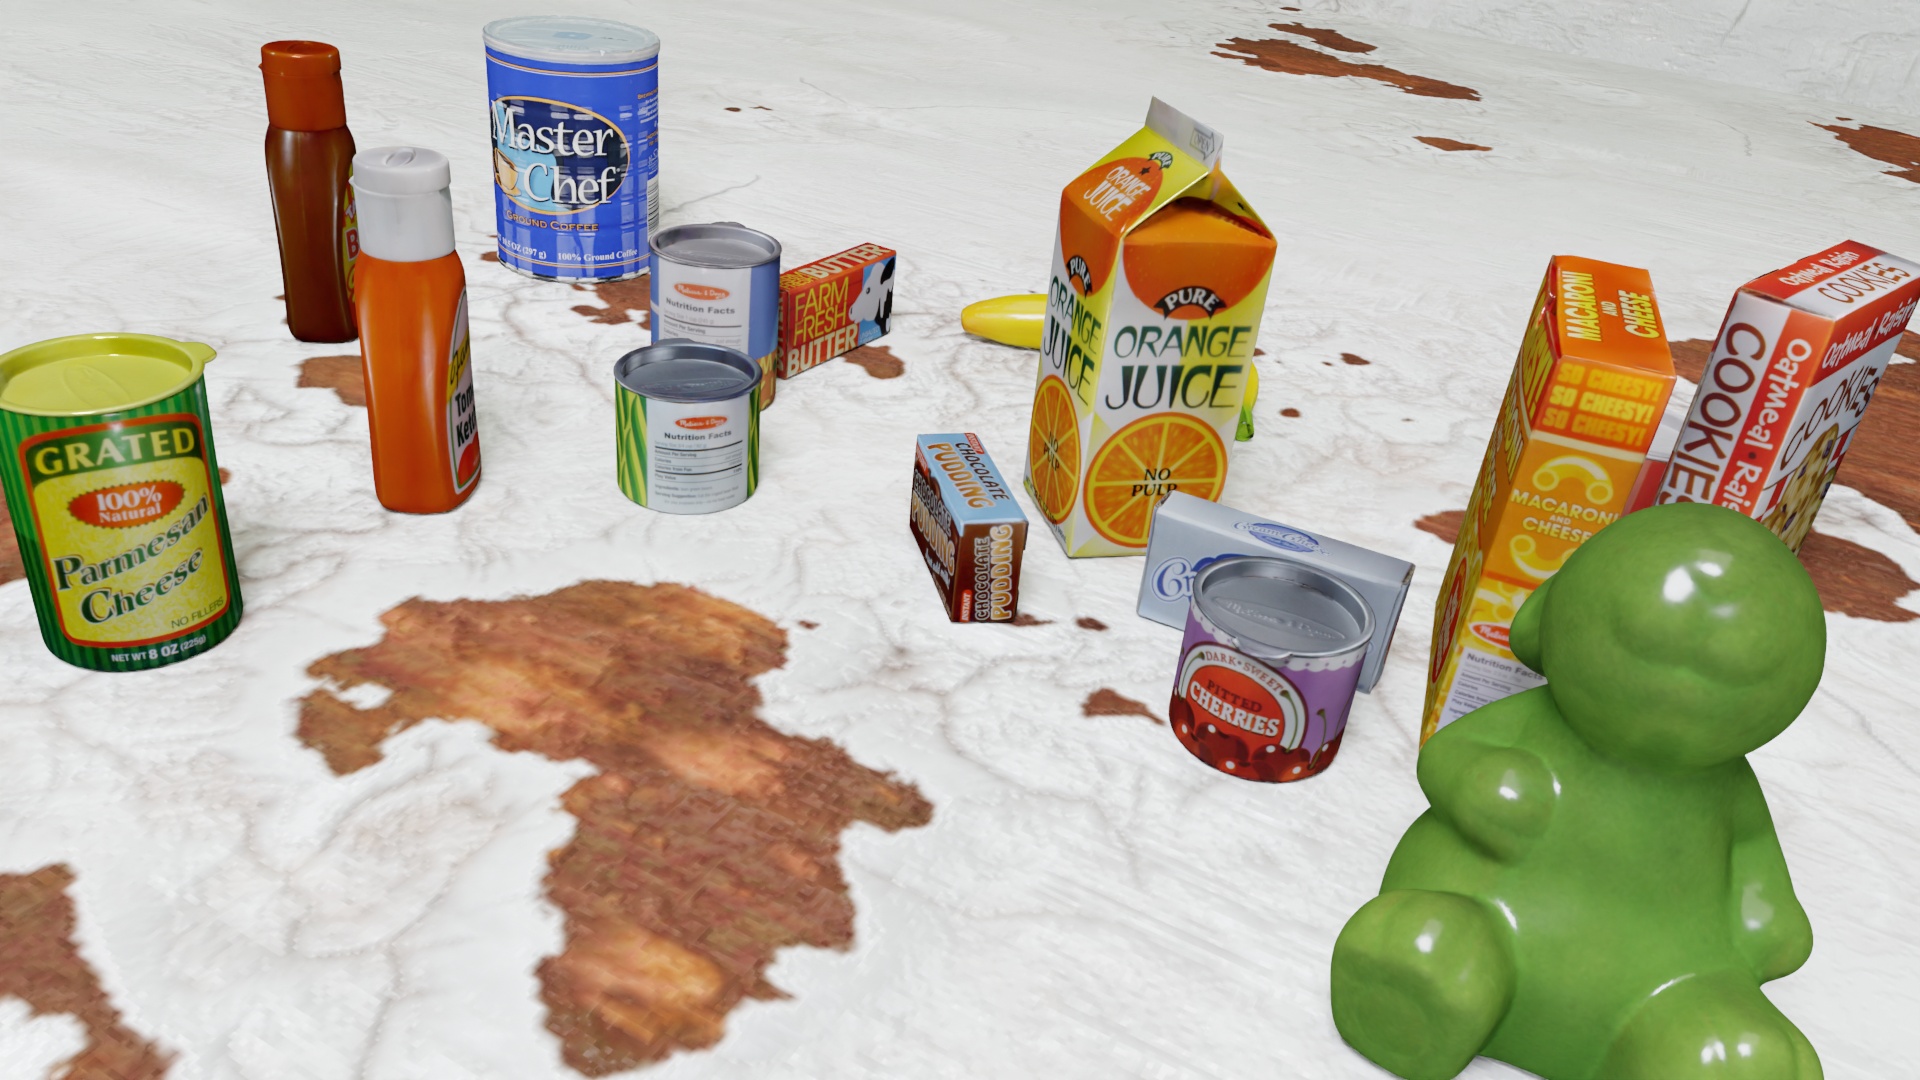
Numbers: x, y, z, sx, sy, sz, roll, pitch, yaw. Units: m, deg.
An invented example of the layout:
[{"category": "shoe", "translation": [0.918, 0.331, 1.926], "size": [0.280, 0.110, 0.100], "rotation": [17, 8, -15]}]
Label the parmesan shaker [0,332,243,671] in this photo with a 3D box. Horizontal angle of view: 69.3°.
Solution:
[{"category": "parmesan shaker", "translation": [-0.293, -0.014, 0.491], "size": [0.071, 0.102, 0.071], "rotation": [5, 30, -3]}]

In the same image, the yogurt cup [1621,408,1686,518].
[{"category": "yogurt cup", "translation": [0.339, -0.035, 0.706], "size": [0.072, 0.053, 0.073], "rotation": [5, 30, -3]}]

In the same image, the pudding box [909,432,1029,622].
[{"category": "pudding box", "translation": [0.002, -0.007, 0.594], "size": [0.030, 0.049, 0.084], "rotation": [-2, 31, -15]}]

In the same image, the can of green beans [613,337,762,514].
[{"category": "can of green beans", "translation": [-0.125, -0.052, 0.637], "size": [0.071, 0.057, 0.071], "rotation": [5, 30, -3]}]

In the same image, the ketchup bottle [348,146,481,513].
[{"category": "ketchup bottle", "translation": [-0.231, -0.089, 0.588], "size": [0.043, 0.148, 0.065], "rotation": [2, 30, -9]}]

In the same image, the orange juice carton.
[{"category": "orange juice carton", "translation": [0.082, -0.092, 0.614], "size": [0.073, 0.191, 0.072], "rotation": [-3, 31, -16]}]

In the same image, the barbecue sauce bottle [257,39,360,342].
[{"category": "barbecue sauce bottle", "translation": [-0.338, -0.183, 0.729], "size": [0.044, 0.147, 0.065], "rotation": [0, 30, -11]}]

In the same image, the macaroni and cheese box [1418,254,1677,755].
[{"category": "macaroni and cheese box", "translation": [0.217, -0.011, 0.528], "size": [0.040, 0.165, 0.124], "rotation": [15, 31, 14]}]

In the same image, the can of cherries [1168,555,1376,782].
[{"category": "can of cherries", "translation": [0.112, 0.048, 0.512], "size": [0.071, 0.058, 0.072], "rotation": [5, 30, -3]}]

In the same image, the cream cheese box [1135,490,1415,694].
[{"category": "cream cheese box", "translation": [0.126, 0.020, 0.568], "size": [0.104, 0.053, 0.024], "rotation": [19, 32, 20]}]

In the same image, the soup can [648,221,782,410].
[{"category": "soup can", "translation": [-0.126, -0.115, 0.720], "size": [0.071, 0.083, 0.072], "rotation": [5, 30, -3]}]

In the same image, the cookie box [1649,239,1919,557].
[{"category": "cookie box", "translation": [0.342, -0.035, 0.594], "size": [0.123, 0.166, 0.040], "rotation": [-21, 40, -39]}]

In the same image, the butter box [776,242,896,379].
[{"category": "butter box", "translation": [-0.076, -0.132, 0.790], "size": [0.024, 0.052, 0.104], "rotation": [23, 33, 26]}]
